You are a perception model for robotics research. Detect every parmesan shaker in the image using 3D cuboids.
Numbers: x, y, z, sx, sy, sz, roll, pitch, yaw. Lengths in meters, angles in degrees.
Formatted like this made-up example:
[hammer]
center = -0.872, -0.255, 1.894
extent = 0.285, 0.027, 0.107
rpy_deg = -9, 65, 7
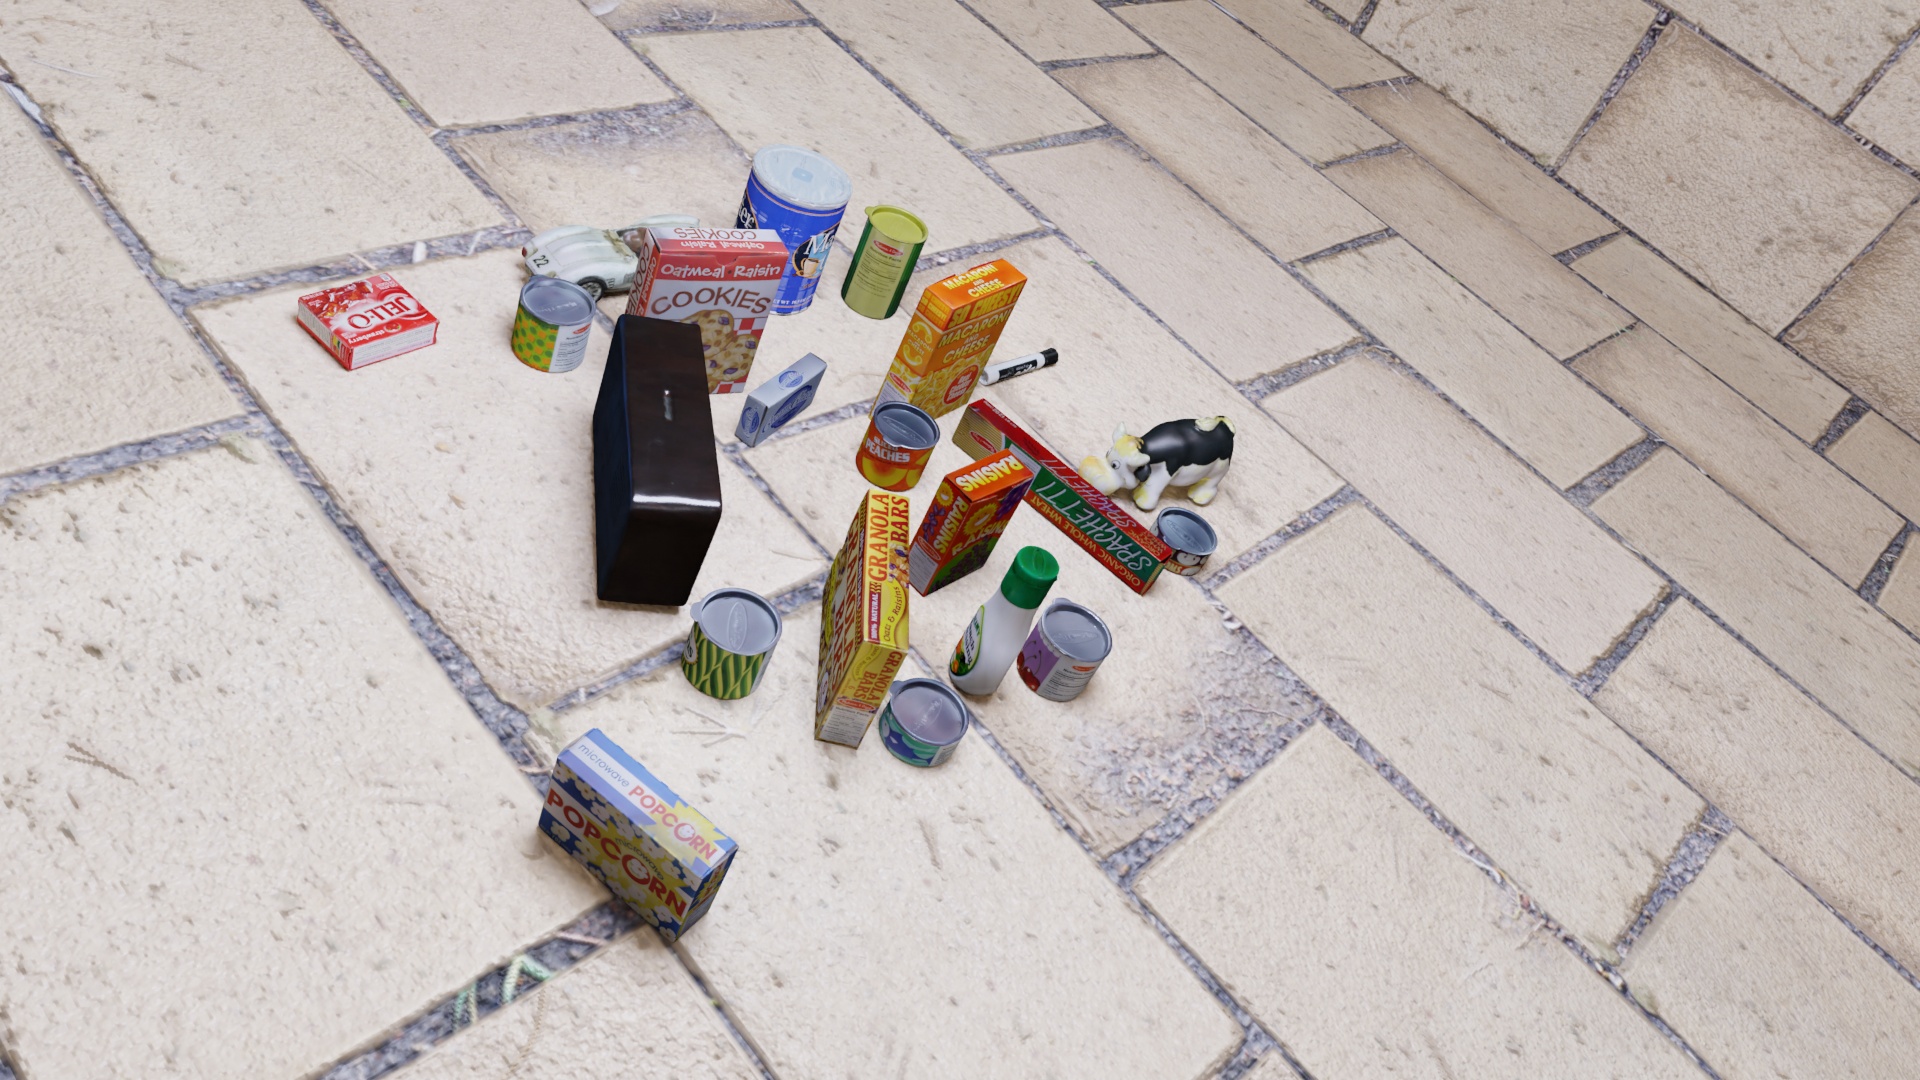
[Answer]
[parmesan shaker]
center = -0.085, -0.297, 1.480
extent = 0.071, 0.102, 0.072
rpy_deg = 16, 42, -14

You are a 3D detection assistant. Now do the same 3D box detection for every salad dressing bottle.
[salad dressing bottle]
center = 0.036, 0.065, 1.130
extent = 0.044, 0.146, 0.064
rpy_deg = 16, 42, -14

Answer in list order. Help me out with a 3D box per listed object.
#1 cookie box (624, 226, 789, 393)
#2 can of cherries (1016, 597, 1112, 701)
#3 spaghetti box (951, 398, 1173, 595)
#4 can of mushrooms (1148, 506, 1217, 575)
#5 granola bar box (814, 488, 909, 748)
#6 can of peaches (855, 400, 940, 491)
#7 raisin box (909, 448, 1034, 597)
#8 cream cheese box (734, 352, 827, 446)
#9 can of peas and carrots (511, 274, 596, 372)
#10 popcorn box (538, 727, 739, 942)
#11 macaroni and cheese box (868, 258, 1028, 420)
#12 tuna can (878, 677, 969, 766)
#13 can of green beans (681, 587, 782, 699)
[cookie box]
center = -0.235, -0.202, 1.247
extent = 0.123, 0.166, 0.040
rpy_deg = -8, 51, -35
[can of cherries]
center = 0.088, 0.094, 1.198
extent = 0.071, 0.058, 0.072
rpy_deg = 15, 42, -14
[spaghetti box]
center = 0.098, -0.044, 1.355
extent = 0.250, 0.050, 0.029
rpy_deg = 40, 42, 14
[can of mushrooms]
center = 0.218, 0.001, 1.386
extent = 0.071, 0.033, 0.071
rpy_deg = 15, 42, -14
[granola bar box]
center = -0.077, 0.059, 1.092
extent = 0.039, 0.123, 0.166
rpy_deg = 14, 42, -15
[can of peaches]
center = -0.061, -0.087, 1.307
extent = 0.071, 0.057, 0.071
rpy_deg = 15, 42, -14
[raisin box]
center = 0.004, -0.015, 1.216
extent = 0.086, 0.122, 0.040
rpy_deg = -25, 62, -43
[cream cheese box]
center = -0.167, -0.132, 1.299
extent = 0.024, 0.053, 0.104
rpy_deg = 35, 41, 8
[can of peas and carrots]
center = -0.368, -0.195, 1.250
extent = 0.071, 0.058, 0.071
rpy_deg = 15, 42, -14
[popcorn box]
center = -0.213, 0.192, 0.908
extent = 0.127, 0.084, 0.038
rpy_deg = 37, 41, 11
[macaroni and cheese box]
center = -0.013, -0.188, 1.355
extent = 0.040, 0.165, 0.124
rpy_deg = 42, 42, 16
[tuna can]
center = -0.031, 0.143, 1.100
extent = 0.071, 0.032, 0.071
rpy_deg = 15, 42, -14
[can of green beans]
center = -0.177, 0.079, 1.068
extent = 0.071, 0.057, 0.071
rpy_deg = 15, 42, -14
